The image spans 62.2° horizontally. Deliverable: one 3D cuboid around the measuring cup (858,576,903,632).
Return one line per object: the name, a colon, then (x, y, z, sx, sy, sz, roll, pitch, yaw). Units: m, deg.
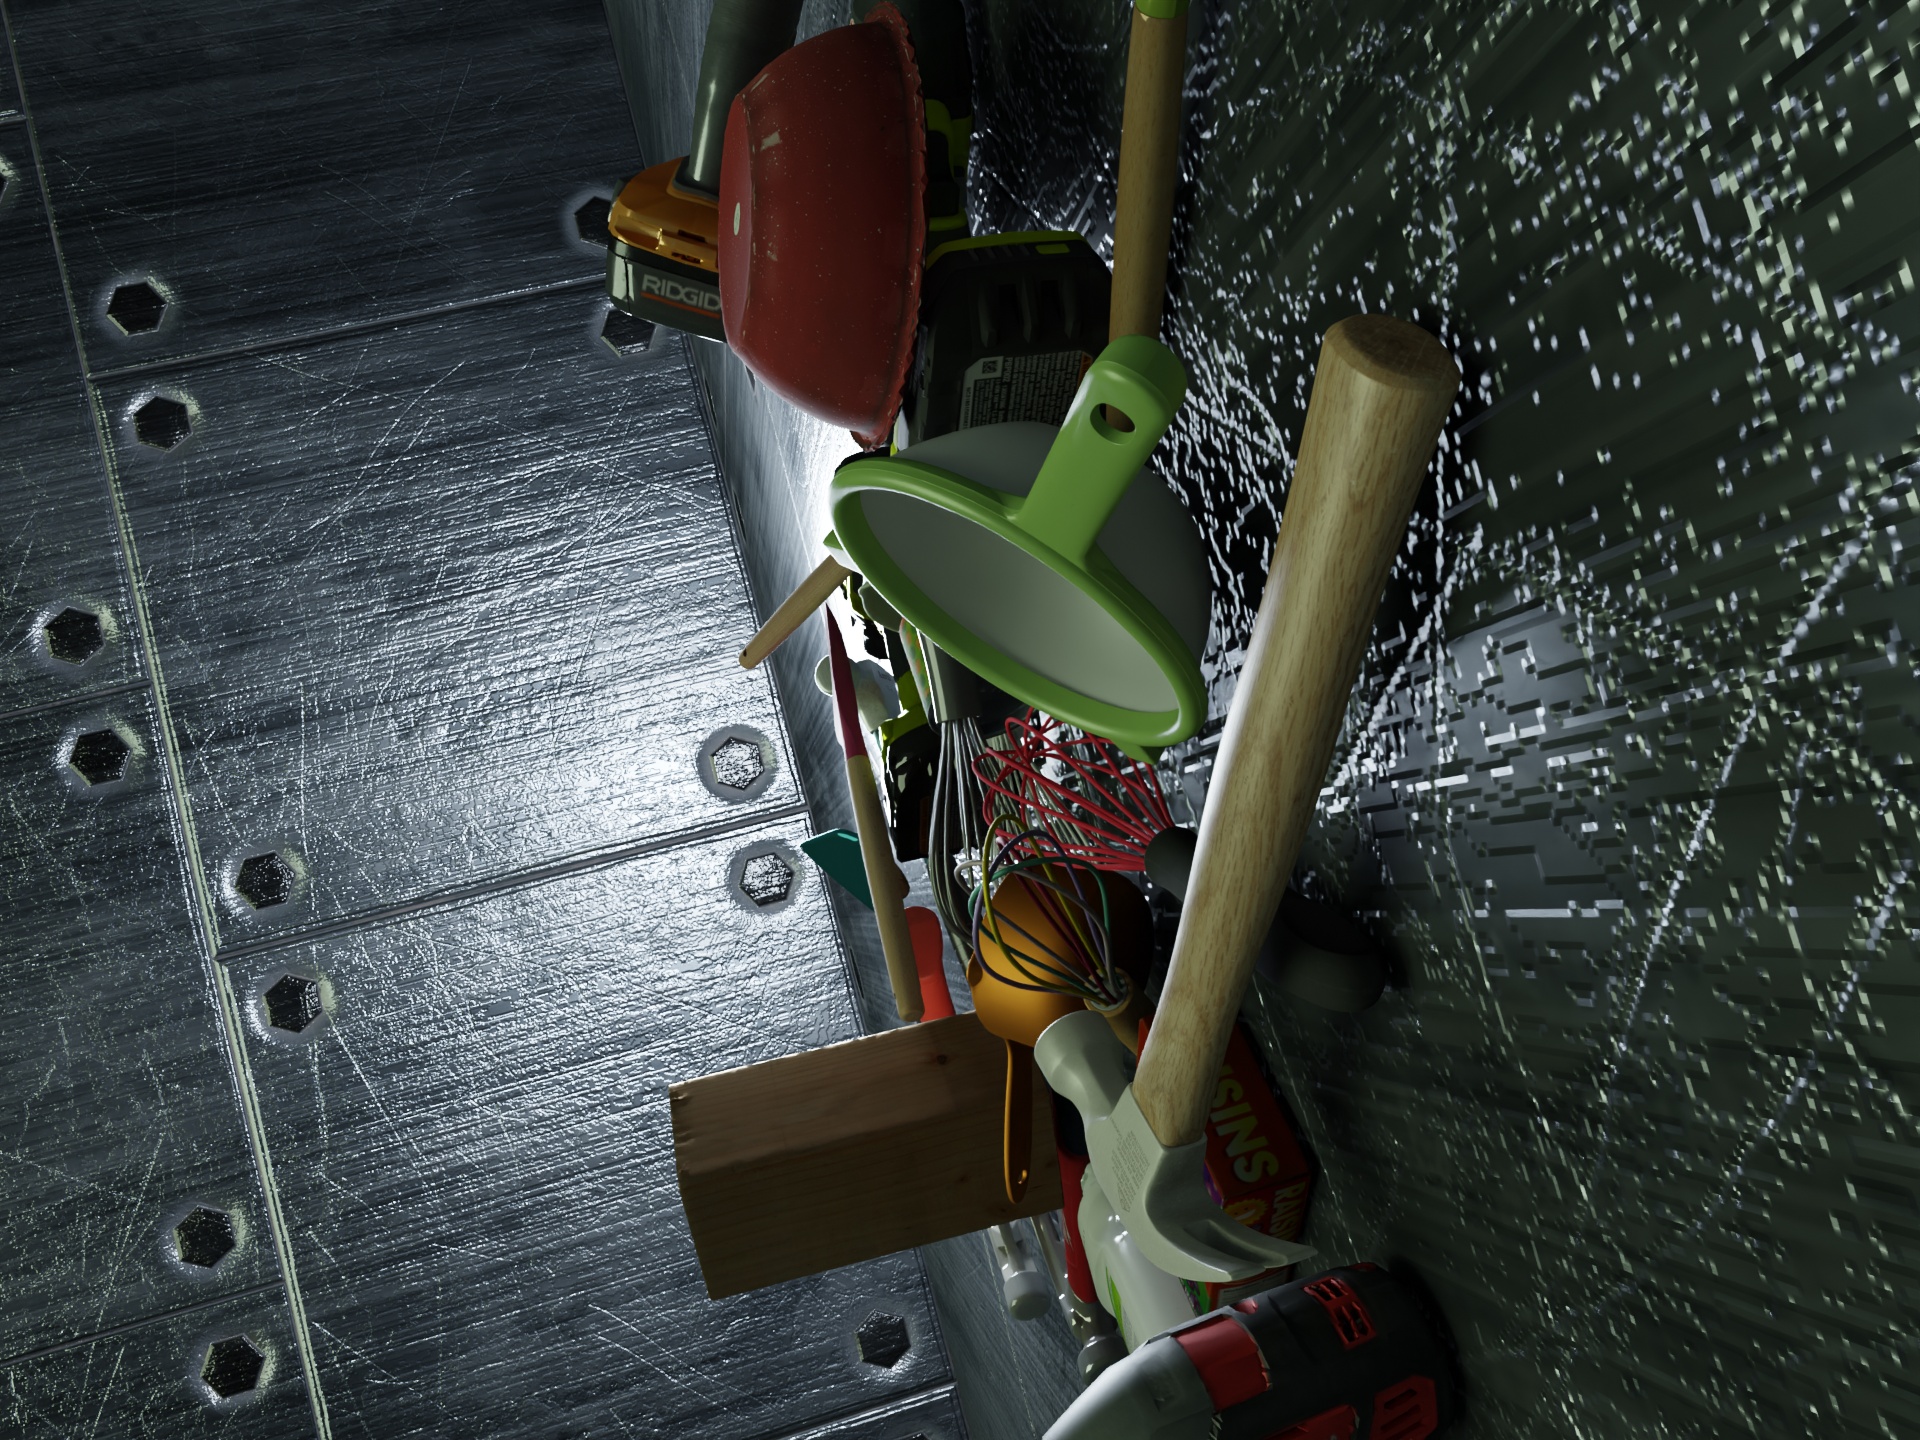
measuring cup: (0.000, -0.099, 0.809, 0.167, 0.083, 0.038, 125, 147, -56)

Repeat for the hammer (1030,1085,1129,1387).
hammer: (0.065, 0.242, 0.963, 0.143, 0.038, 0.385, -114, 14, -50)

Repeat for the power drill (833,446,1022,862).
power drill: (-0.030, -0.032, 1.003, 0.190, 0.080, 0.229, 94, 162, -60)

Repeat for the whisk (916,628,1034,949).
whisk: (-0.002, -0.002, 0.752, 0.055, 0.055, 0.239, 150, 111, -80)

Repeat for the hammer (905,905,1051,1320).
hammer: (0.001, 0.256, 1.097, 0.149, 0.036, 0.358, -114, 7, -52)

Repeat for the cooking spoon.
cooking spoon: (-0.057, 0.044, 0.947, 0.068, 0.017, 0.319, 91, 168, -46)

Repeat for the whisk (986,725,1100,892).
whisk: (0.025, 0.014, 0.852, 0.059, 0.058, 0.247, 39, -151, -51)

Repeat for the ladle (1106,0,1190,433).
ladle: (0.044, -0.177, 0.451, 0.319, 0.062, 0.078, 87, 165, -57)

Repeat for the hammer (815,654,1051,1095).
hammer: (-0.010, 0.110, 1.109, 0.331, 0.033, 0.128, 68, -164, 14)

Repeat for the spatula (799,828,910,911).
spatula: (-0.062, 0.107, 1.075, 0.082, 0.044, 0.317, 42, 175, -5)

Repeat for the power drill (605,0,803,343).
power drill: (-0.088, -0.304, 0.710, 0.185, 0.084, 0.226, -79, 6, -59)

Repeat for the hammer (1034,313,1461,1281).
hammer: (0.081, 0.044, 0.457, 0.130, 0.031, 0.331, -122, 30, -43)

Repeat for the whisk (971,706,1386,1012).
whisk: (0.073, 0.045, 0.600, 0.296, 0.073, 0.073, -144, 41, -68)

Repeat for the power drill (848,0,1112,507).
power drill: (-0.005, -0.192, 0.645, 0.171, 0.080, 0.223, 96, 160, -52)

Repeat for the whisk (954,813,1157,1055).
whisk: (0.054, 0.097, 0.629, 0.047, 0.051, 0.244, 62, -174, 33)

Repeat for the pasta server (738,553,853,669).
pasta server: (-0.068, -0.099, 0.911, 0.316, 0.040, 0.060, -37, 55, 52)

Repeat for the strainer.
strainer: (0.039, -0.072, 0.499, 0.151, 0.069, 0.256, 34, 164, 1)

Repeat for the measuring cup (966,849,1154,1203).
measuring cup: (0.048, 0.148, 0.724, 0.052, 0.095, 0.173, 11, 105, 34)

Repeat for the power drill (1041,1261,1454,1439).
power drill: (0.100, 0.296, 0.542, 0.079, 0.143, 0.219, -132, 27, -64)

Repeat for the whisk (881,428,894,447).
whisk: (-0.050, -0.246, 0.898, 0.284, 0.070, 0.070, 82, 169, -58)
